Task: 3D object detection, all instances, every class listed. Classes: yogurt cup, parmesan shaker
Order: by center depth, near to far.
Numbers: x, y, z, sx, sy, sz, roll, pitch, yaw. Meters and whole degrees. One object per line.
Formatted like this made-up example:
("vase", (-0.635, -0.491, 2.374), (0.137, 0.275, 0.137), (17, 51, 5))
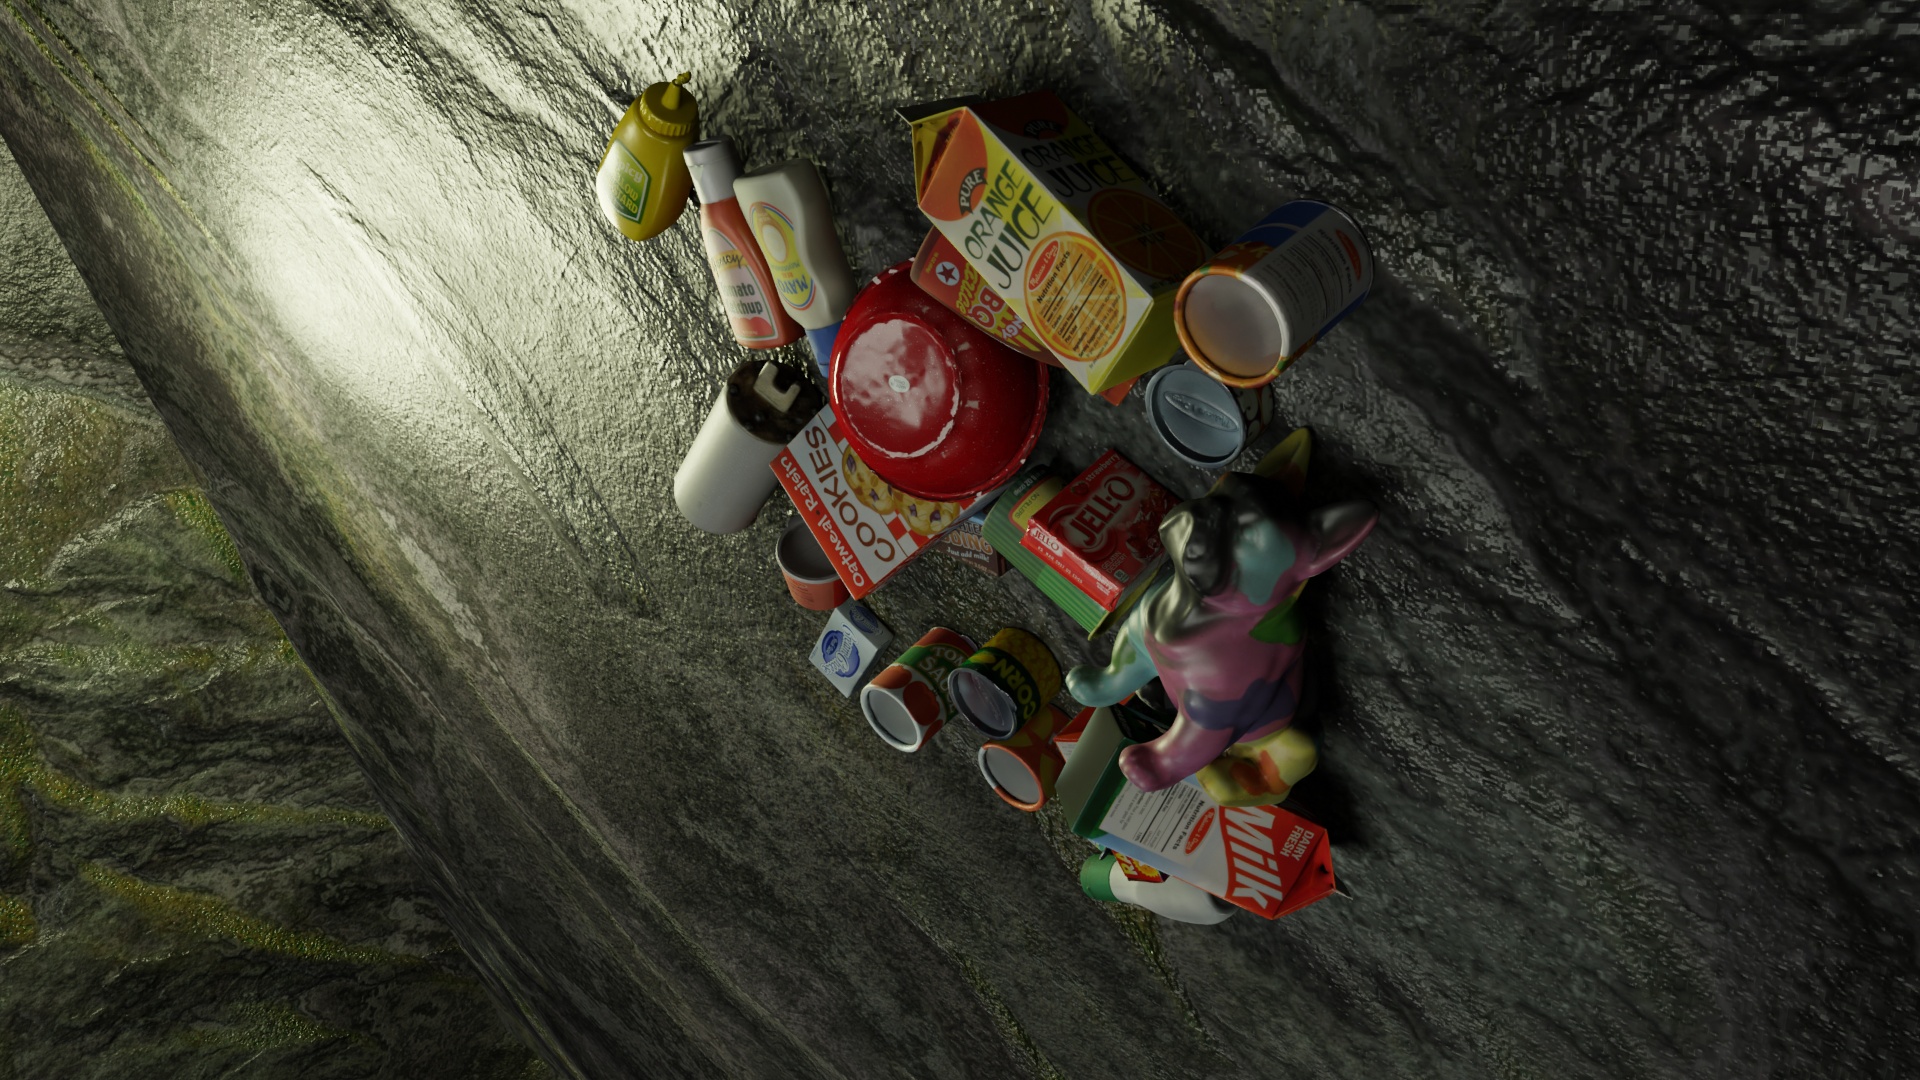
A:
("parmesan shaker", (0.070, 0.007, 0.911), (0.103, 0.071, 0.071), (41, 144, 14))
("yogurt cup", (-0.115, 0.021, 1.140), (0.072, 0.073, 0.053), (35, 150, 22))

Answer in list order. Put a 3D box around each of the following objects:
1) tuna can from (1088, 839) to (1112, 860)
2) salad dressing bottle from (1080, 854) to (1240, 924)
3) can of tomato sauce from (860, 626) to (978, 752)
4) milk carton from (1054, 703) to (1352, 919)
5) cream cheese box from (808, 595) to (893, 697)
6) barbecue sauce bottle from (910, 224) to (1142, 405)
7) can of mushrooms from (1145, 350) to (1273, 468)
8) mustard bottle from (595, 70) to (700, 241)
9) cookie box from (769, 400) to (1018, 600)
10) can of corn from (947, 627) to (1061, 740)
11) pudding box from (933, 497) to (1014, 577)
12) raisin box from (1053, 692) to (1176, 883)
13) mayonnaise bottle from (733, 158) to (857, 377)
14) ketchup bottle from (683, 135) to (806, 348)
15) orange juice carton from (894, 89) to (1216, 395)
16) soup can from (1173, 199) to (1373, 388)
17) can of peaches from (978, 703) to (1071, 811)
("tuna can", (0.115, 0.201, 1.035), (0.033, 0.071, 0.070), (38, 143, 20))
("salad dressing bottle", (0.152, 0.263, 1.073), (0.147, 0.044, 0.064), (-15, 111, 54))
("can of tomato sauce", (-0.028, 0.119, 1.110), (0.071, 0.083, 0.070), (29, 140, 29))
("milk carton", (0.164, 0.181, 0.903), (0.190, 0.072, 0.073), (26, 101, -10))
("cream cheese box", (-0.096, 0.093, 1.217), (0.053, 0.024, 0.103), (44, 145, 9))
("barbecue sauce bottle", (0.044, -0.137, 0.819), (0.148, 0.044, 0.064), (37, 139, 2))
("can of mushrooms", (0.142, -0.079, 0.788), (0.071, 0.033, 0.070), (30, 140, 29))
("mustard bottle", (-0.220, -0.282, 0.998), (0.065, 0.049, 0.159), (47, 145, 3))
("cookie box", (-0.051, -0.049, 0.981), (0.166, 0.040, 0.123), (-39, 81, 42))
("can of corn", (0.036, 0.108, 1.051), (0.071, 0.058, 0.070), (29, 139, 29))
("pudding box", (0.004, -0.013, 1.005), (0.084, 0.030, 0.049), (24, 136, 33))
("raisin box", (0.127, 0.165, 0.975), (0.040, 0.086, 0.123), (-10, 113, 50))
("mayonnaise bottle", (-0.105, -0.186, 0.961), (0.065, 0.041, 0.147), (5, 124, 44))
("ketchup bottle", (-0.156, -0.212, 0.994), (0.065, 0.044, 0.148), (10, 127, 41))
("orange juice carton", (0.046, -0.177, 0.754), (0.193, 0.072, 0.072), (50, 137, 17))
("soup can", (0.154, -0.122, 0.692), (0.071, 0.084, 0.071), (29, 140, 29))
("can of peaches", (0.058, 0.168, 1.080), (0.071, 0.058, 0.070), (29, 139, 29))
